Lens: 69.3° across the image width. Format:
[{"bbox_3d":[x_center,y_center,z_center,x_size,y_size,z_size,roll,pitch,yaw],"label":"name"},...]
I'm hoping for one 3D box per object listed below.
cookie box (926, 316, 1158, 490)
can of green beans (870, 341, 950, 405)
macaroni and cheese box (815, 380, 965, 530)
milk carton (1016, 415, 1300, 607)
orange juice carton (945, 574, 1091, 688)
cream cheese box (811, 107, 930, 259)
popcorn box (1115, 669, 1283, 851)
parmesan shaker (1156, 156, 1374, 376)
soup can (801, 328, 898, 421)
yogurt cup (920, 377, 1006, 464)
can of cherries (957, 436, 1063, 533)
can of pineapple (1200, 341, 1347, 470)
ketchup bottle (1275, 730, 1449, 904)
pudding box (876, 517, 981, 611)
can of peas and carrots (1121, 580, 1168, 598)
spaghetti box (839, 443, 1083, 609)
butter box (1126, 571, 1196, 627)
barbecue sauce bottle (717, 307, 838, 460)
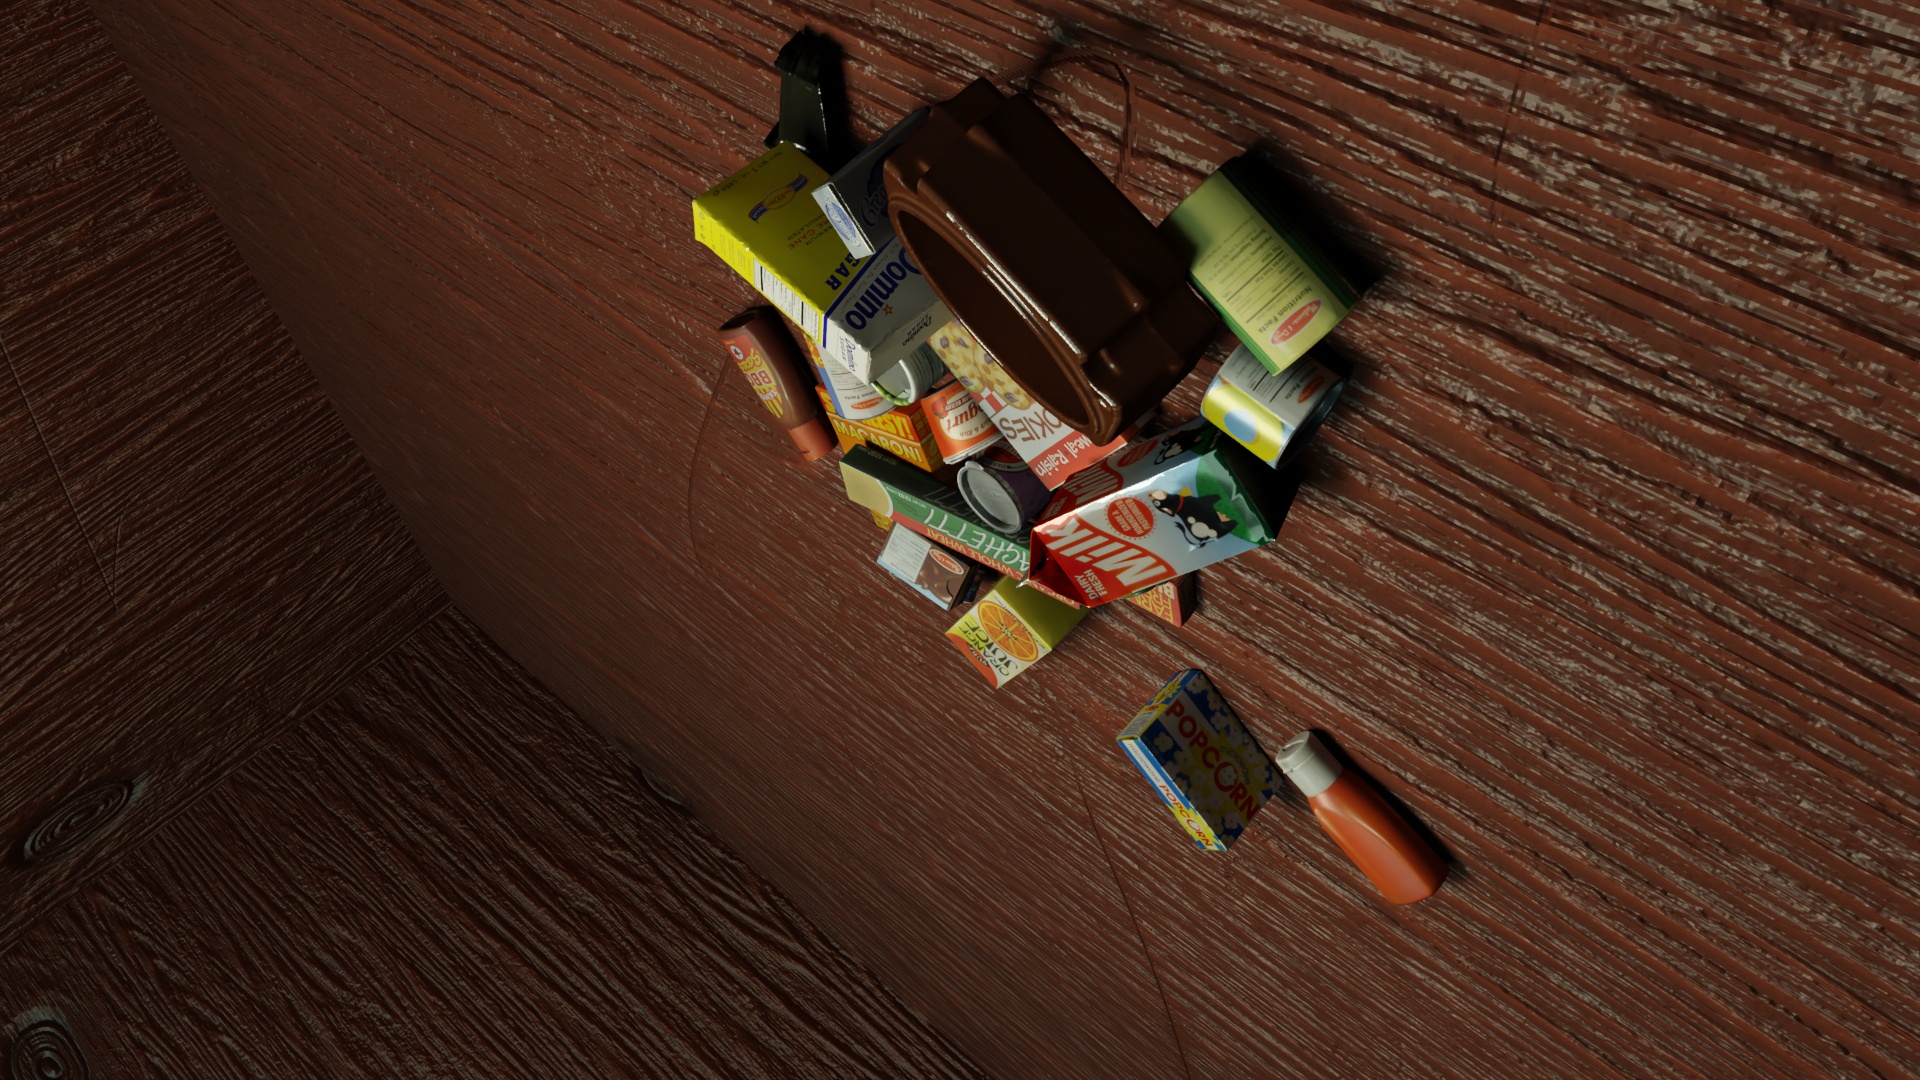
[{"bbox_3d":[0.050,-0.125,0.994,0.167,0.040,0.122,50,154,-3],"label":"cookie box"},{"bbox_3d":[-0.040,-0.147,1.080,0.071,0.058,0.071,36,152,23],"label":"can of green beans"},{"bbox_3d":[-0.048,-0.069,1.226,0.124,0.040,0.165,21,145,41],"label":"macaroni and cheese box"},{"bbox_3d":[0.120,-0.016,0.924,0.190,0.073,0.073,-23,109,39],"label":"milk carton"},{"bbox_3d":[0.047,0.073,1.242,0.072,0.073,0.192,46,155,2],"label":"orange juice carton"},{"bbox_3d":[-0.046,-0.234,0.910,0.024,0.104,0.053,-4,126,50],"label":"cream cheese box"},{"bbox_3d":[0.199,0.182,1.149,0.126,0.085,0.038,52,153,-10],"label":"popcorn box"},{"bbox_3d":[0.163,-0.151,0.755,0.103,0.071,0.071,48,154,1],"label":"parmesan shaker"},{"bbox_3d":[-0.086,-0.152,1.138,0.071,0.071,0.083,22,144,42],"label":"soup can"},{"bbox_3d":[0.005,-0.099,1.075,0.054,0.073,0.072,60,152,-9],"label":"yogurt cup"},{"bbox_3d":[0.041,-0.050,1.093,0.071,0.058,0.071,37,153,23],"label":"can of cherries"},{"bbox_3d":[0.183,-0.083,0.817,0.058,0.071,0.070,39,153,17],"label":"can of pineapple"},{"bbox_3d":[0.307,0.214,1.076,0.149,0.044,0.064,48,154,0],"label":"ketchup bottle"},{"bbox_3d":[-0.028,0.018,1.212,0.084,0.030,0.049,33,115,19],"label":"pudding box"},{"bbox_3d":[0.120,0.001,1.035,0.071,0.071,0.058,26,147,37],"label":"can of peas and carrots"},{"bbox_3d":[0.004,-0.014,1.152,0.250,0.029,0.050,26,148,29],"label":"spaghetti box"},{"bbox_3d":[0.137,0.024,1.091,0.103,0.024,0.053,29,149,35],"label":"butter box"},{"bbox_3d":[-0.166,-0.144,1.296,0.065,0.044,0.148,5,132,53],"label":"barbecue sauce bottle"}]
